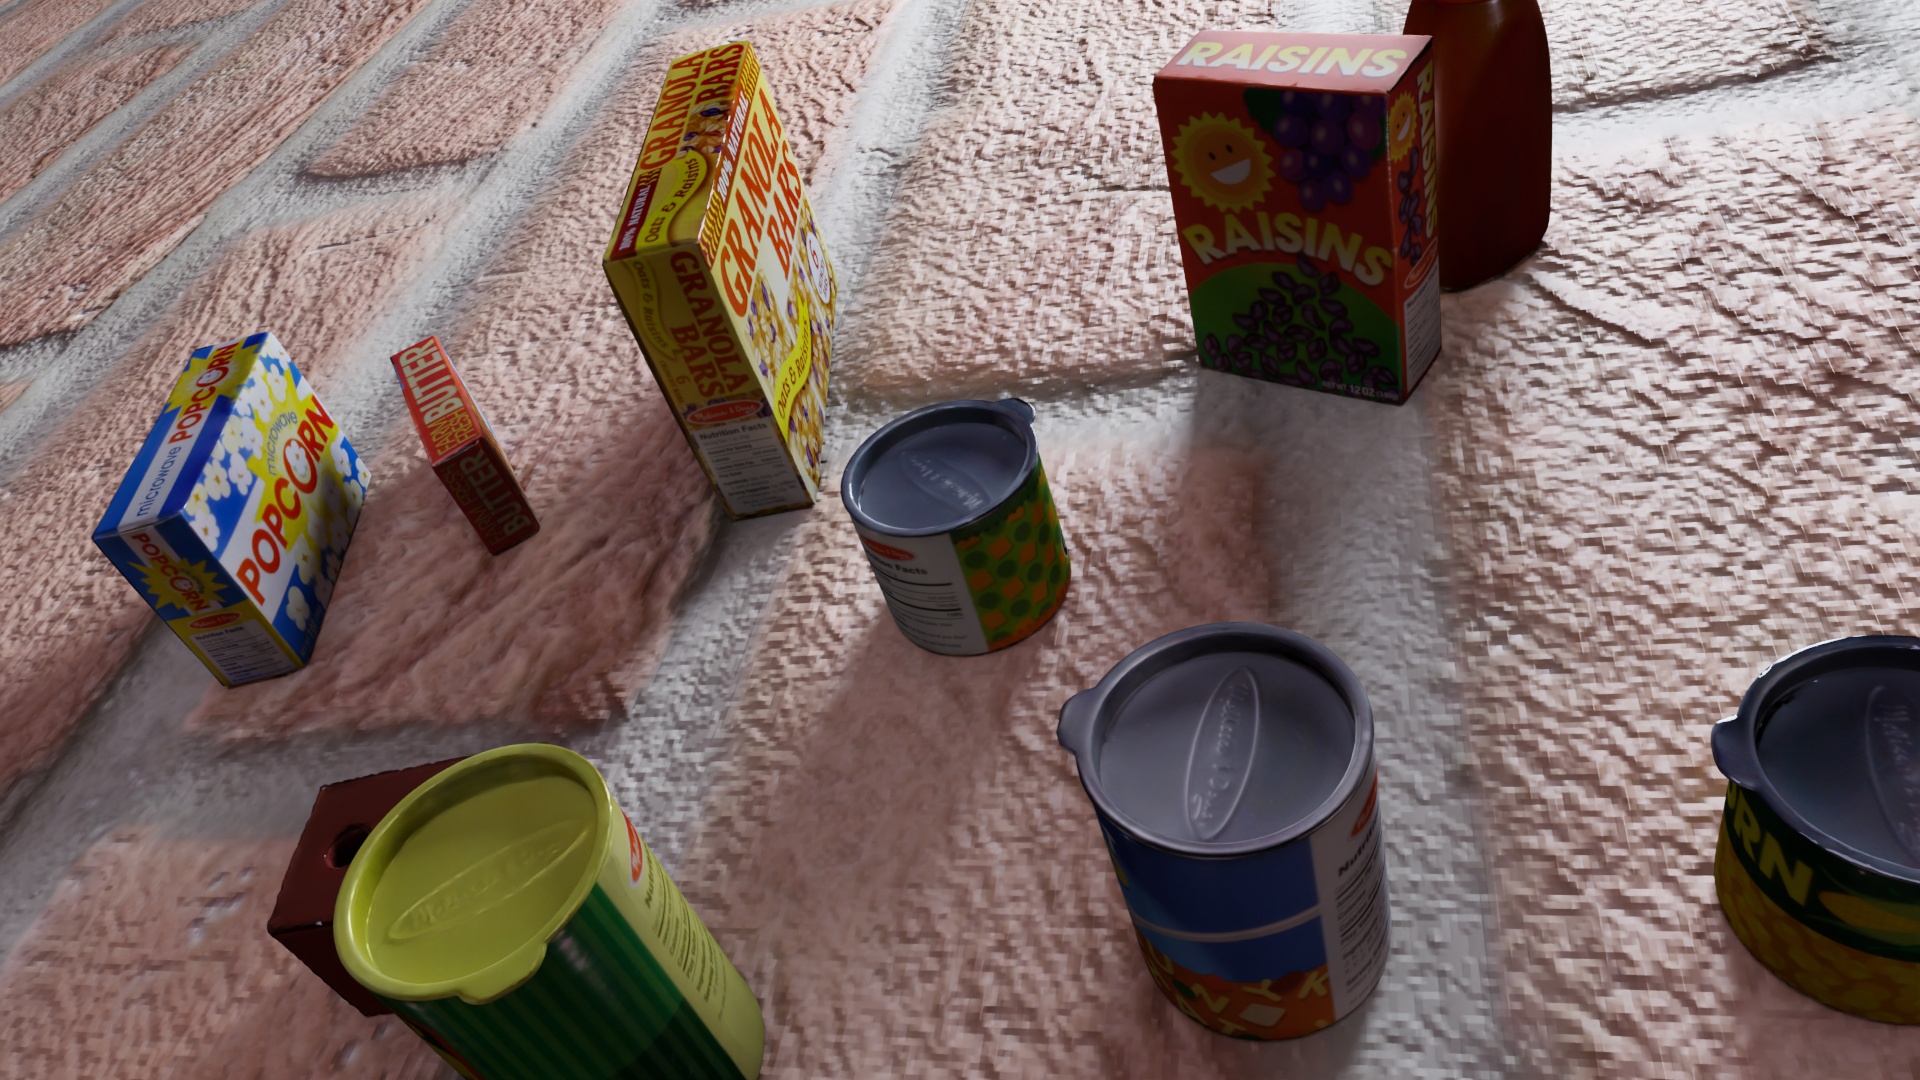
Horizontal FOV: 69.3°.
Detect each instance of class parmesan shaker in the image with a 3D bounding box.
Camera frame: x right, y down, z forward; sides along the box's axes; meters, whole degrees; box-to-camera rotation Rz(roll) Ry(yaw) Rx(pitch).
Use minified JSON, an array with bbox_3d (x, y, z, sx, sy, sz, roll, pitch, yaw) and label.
[{"bbox_3d":[-0.096,0.110,0.343,0.071,0.102,0.072,-11,41,10],"label":"parmesan shaker"}]

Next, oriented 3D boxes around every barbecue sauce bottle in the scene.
[{"bbox_3d":[0.186,-0.168,0.506,0.065,0.147,0.044,-34,43,-16],"label":"barbecue sauce bottle"}]

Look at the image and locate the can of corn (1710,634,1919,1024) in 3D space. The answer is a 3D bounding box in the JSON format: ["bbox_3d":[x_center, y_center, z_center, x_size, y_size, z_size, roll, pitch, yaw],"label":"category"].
[{"bbox_3d":[0.206,0.065,0.312,0.071,0.058,0.071,-11,41,10],"label":"can of corn"}]

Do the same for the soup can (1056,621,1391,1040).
[{"bbox_3d":[0.066,0.071,0.338,0.071,0.083,0.072,-11,41,10],"label":"soup can"}]

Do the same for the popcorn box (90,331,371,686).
[{"bbox_3d":[-0.292,-0.015,0.568,0.038,0.084,0.127,-15,41,5],"label":"popcorn box"}]

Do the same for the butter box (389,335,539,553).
[{"bbox_3d":[-0.212,-0.042,0.592,0.024,0.053,0.104,-30,42,-12],"label":"butter box"}]

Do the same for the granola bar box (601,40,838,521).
[{"bbox_3d":[-0.090,-0.109,0.564,0.039,0.123,0.166,-11,41,9],"label":"granola bar box"}]

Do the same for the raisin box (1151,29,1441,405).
[{"bbox_3d":[0.122,-0.114,0.490,0.086,0.122,0.040,17,53,35],"label":"raisin box"}]

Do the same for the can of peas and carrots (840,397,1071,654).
[{"bbox_3d":[0.002,-0.006,0.466,0.071,0.058,0.071,-11,41,10],"label":"can of peas and carrots"}]
